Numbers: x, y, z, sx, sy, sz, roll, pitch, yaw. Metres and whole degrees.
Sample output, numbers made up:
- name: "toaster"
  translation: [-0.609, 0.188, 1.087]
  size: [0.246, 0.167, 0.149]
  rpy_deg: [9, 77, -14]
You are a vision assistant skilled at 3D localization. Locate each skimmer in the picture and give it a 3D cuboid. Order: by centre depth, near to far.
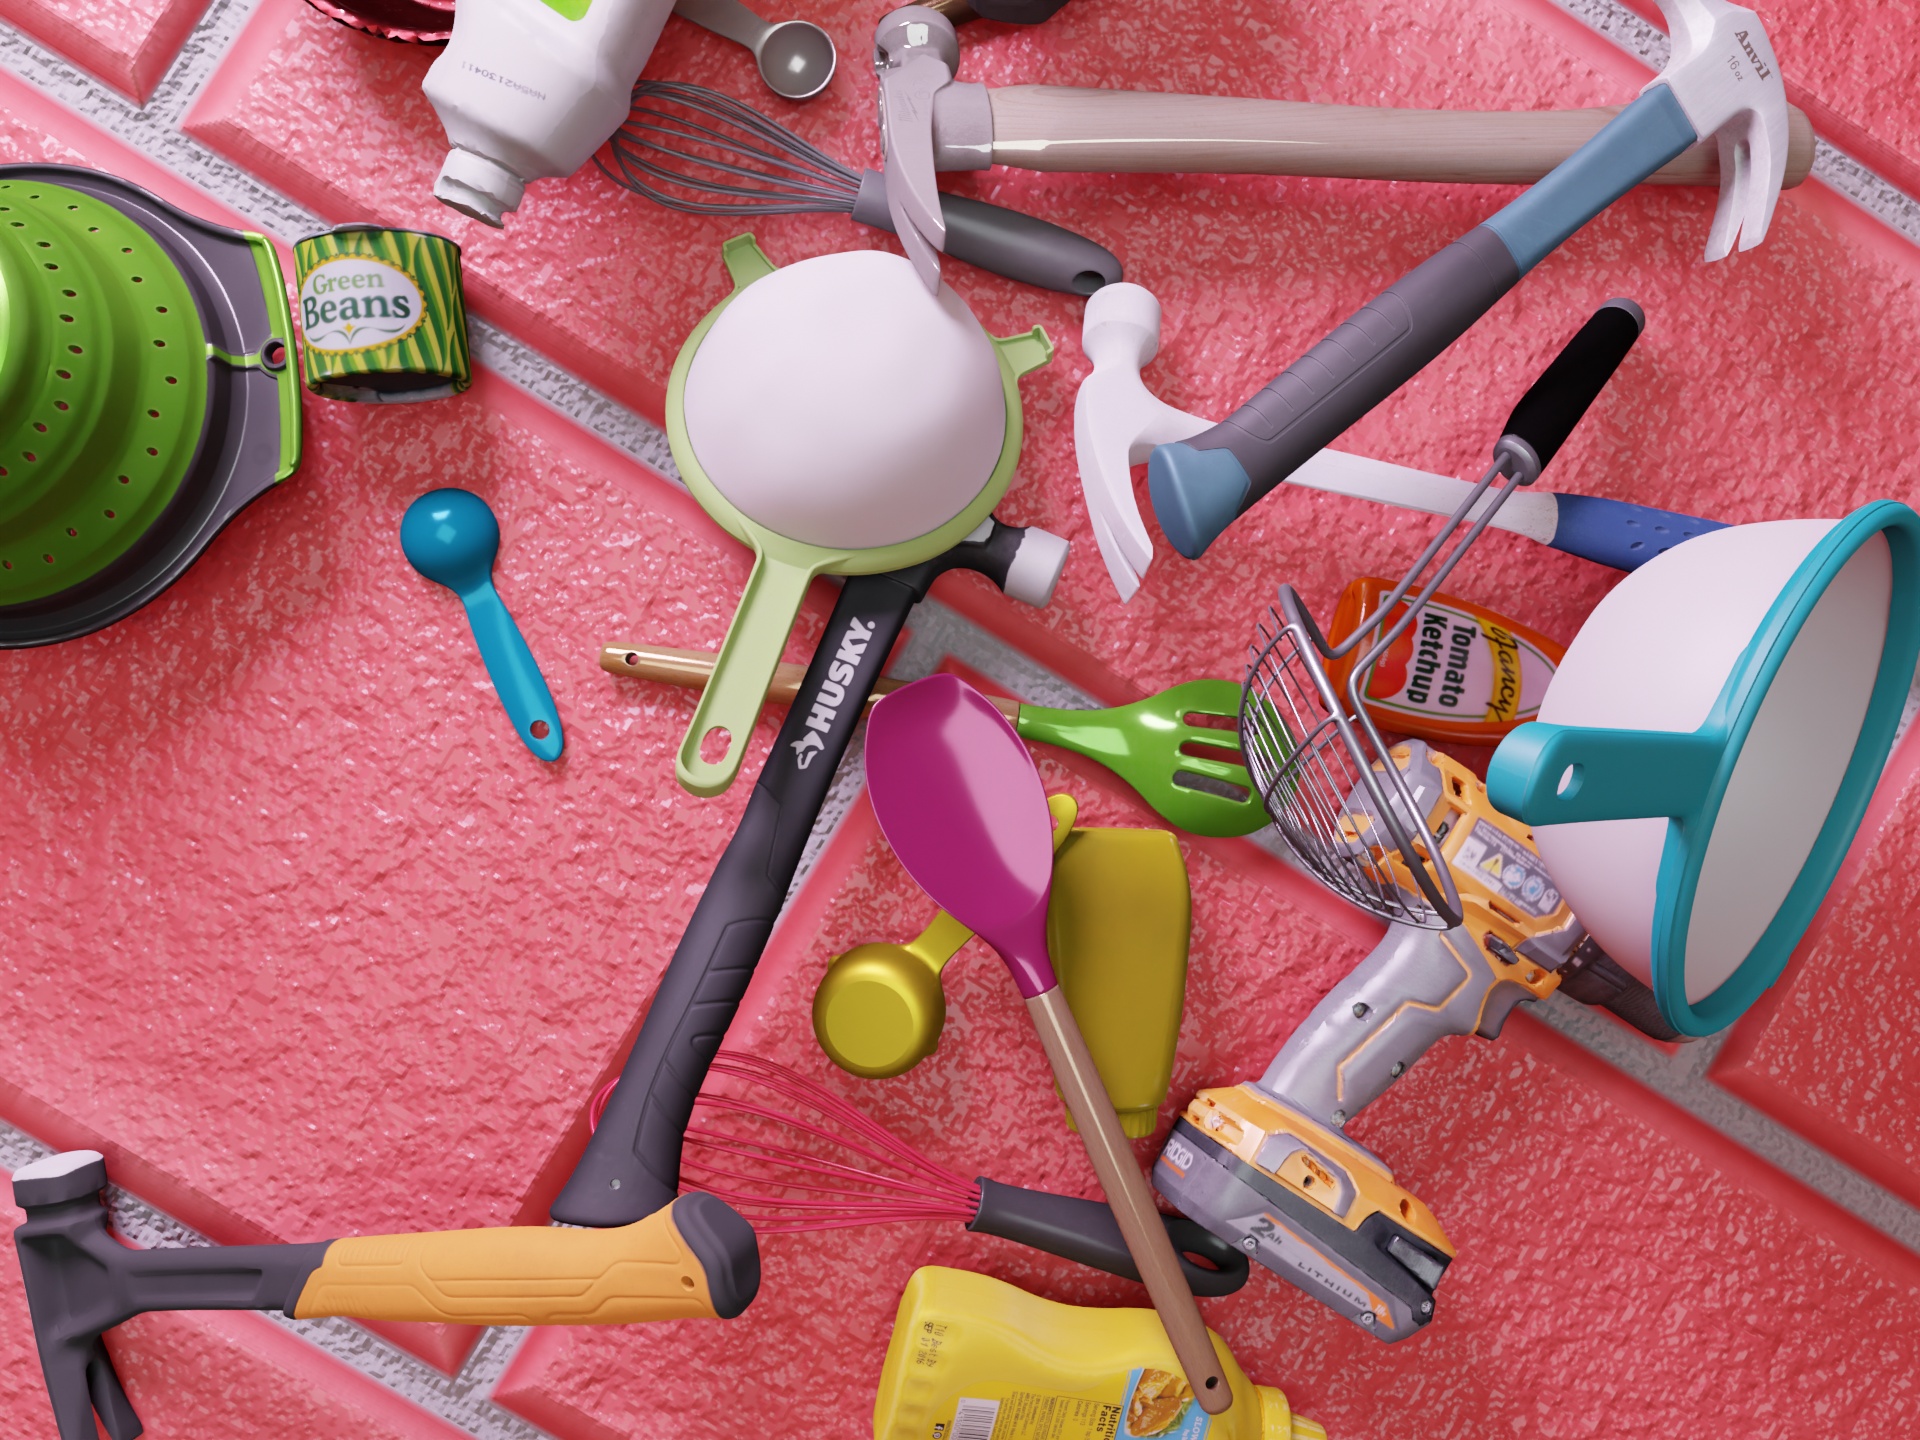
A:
- name: "skimmer"
  translation: [0.212, -0.070, 0.604]
  size: [0.363, 0.090, 0.127]
  rpy_deg: [-47, 113, -31]

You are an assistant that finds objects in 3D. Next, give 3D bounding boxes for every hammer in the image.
- name: "hammer"
  translation: [-0.226, 0.221, 0.607]
  size: [0.337, 0.034, 0.127]
  rpy_deg: [-10, 91, 22]
- name: "hammer"
  translation: [0.204, -0.179, 0.636]
  size: [0.331, 0.033, 0.128]
  rpy_deg: [-39, 100, -10]
- name: "hammer"
  translation: [-0.082, 0.044, 0.647]
  size: [0.146, 0.035, 0.335]
  rpy_deg: [23, 75, 2]
- name: "hammer"
  translation: [0.171, -0.240, 0.677]
  size: [0.410, 0.038, 0.146]
  rpy_deg: [-1, 56, -8]
- name: "hammer"
  translation: [0.245, -0.084, 0.691]
  size: [0.405, 0.035, 0.144]
  rpy_deg: [11, 61, -8]

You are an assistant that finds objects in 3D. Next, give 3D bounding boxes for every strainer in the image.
- name: "strainer"
  translation: [0.241, 0.007, 0.573]
  size: [0.340, 0.095, 0.211]
  rpy_deg: [2, 107, -46]
- name: "strainer"
  translation: [-0.060, -0.094, 0.627]
  size: [0.151, 0.069, 0.256]
  rpy_deg: [18, 66, 0]

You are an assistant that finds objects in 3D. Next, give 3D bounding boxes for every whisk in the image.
- name: "whisk"
  translation: [-0.012, 0.200, 0.678]
  size: [0.295, 0.073, 0.073]
  rpy_deg: [17, 89, -9]
- name: "whisk"
  translation: [-0.043, -0.223, 0.685]
  size: [0.239, 0.055, 0.055]
  rpy_deg: [15, 89, -9]

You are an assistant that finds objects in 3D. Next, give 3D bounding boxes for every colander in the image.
- name: "colander"
  translation: [-0.467, -0.120, 0.611]
  size: [0.397, 0.094, 0.204]
  rpy_deg: [-10, 84, 1]

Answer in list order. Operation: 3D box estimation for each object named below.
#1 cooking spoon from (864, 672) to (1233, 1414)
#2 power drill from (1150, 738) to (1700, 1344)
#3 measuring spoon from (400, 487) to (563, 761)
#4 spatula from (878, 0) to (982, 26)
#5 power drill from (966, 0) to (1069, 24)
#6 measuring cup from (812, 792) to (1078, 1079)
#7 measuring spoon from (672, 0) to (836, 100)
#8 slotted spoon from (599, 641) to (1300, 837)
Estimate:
- name: "cooking spoon"
  translation: [0.042, 0.132, 0.639]
  size: [0.069, 0.017, 0.319]
  rpy_deg: [-24, 92, -16]
- name: "power drill"
  translation: [0.210, 0.147, 0.686]
  size: [0.185, 0.084, 0.226]
  rpy_deg: [33, 83, -5]
- name: "measuring spoon"
  translation: [-0.202, -0.041, 0.682]
  size: [0.042, 0.021, 0.128]
  rpy_deg: [-25, 90, -4]
- name: "spatula"
  translation: [0.112, -0.362, 0.695]
  size: [0.317, 0.044, 0.082]
  rpy_deg: [-22, 95, -3]
- name: "power drill"
  translation: [-0.018, -0.404, 0.658]
  size: [0.171, 0.080, 0.223]
  rpy_deg: [-45, 80, -4]
- name: "measuring cup"
  translation: [-0.005, 0.090, 0.672]
  size: [0.062, 0.029, 0.156]
  rpy_deg: [42, 105, 2]
- name: "measuring spoon"
  translation: [-0.108, -0.309, 0.696]
  size: [0.124, 0.018, 0.034]
  rpy_deg: [32, 88, 3]
- name: "slotted spoon"
  translation: [-0.001, -0.002, 0.695]
  size: [0.313, 0.031, 0.070]
  rpy_deg: [9, 84, -3]
